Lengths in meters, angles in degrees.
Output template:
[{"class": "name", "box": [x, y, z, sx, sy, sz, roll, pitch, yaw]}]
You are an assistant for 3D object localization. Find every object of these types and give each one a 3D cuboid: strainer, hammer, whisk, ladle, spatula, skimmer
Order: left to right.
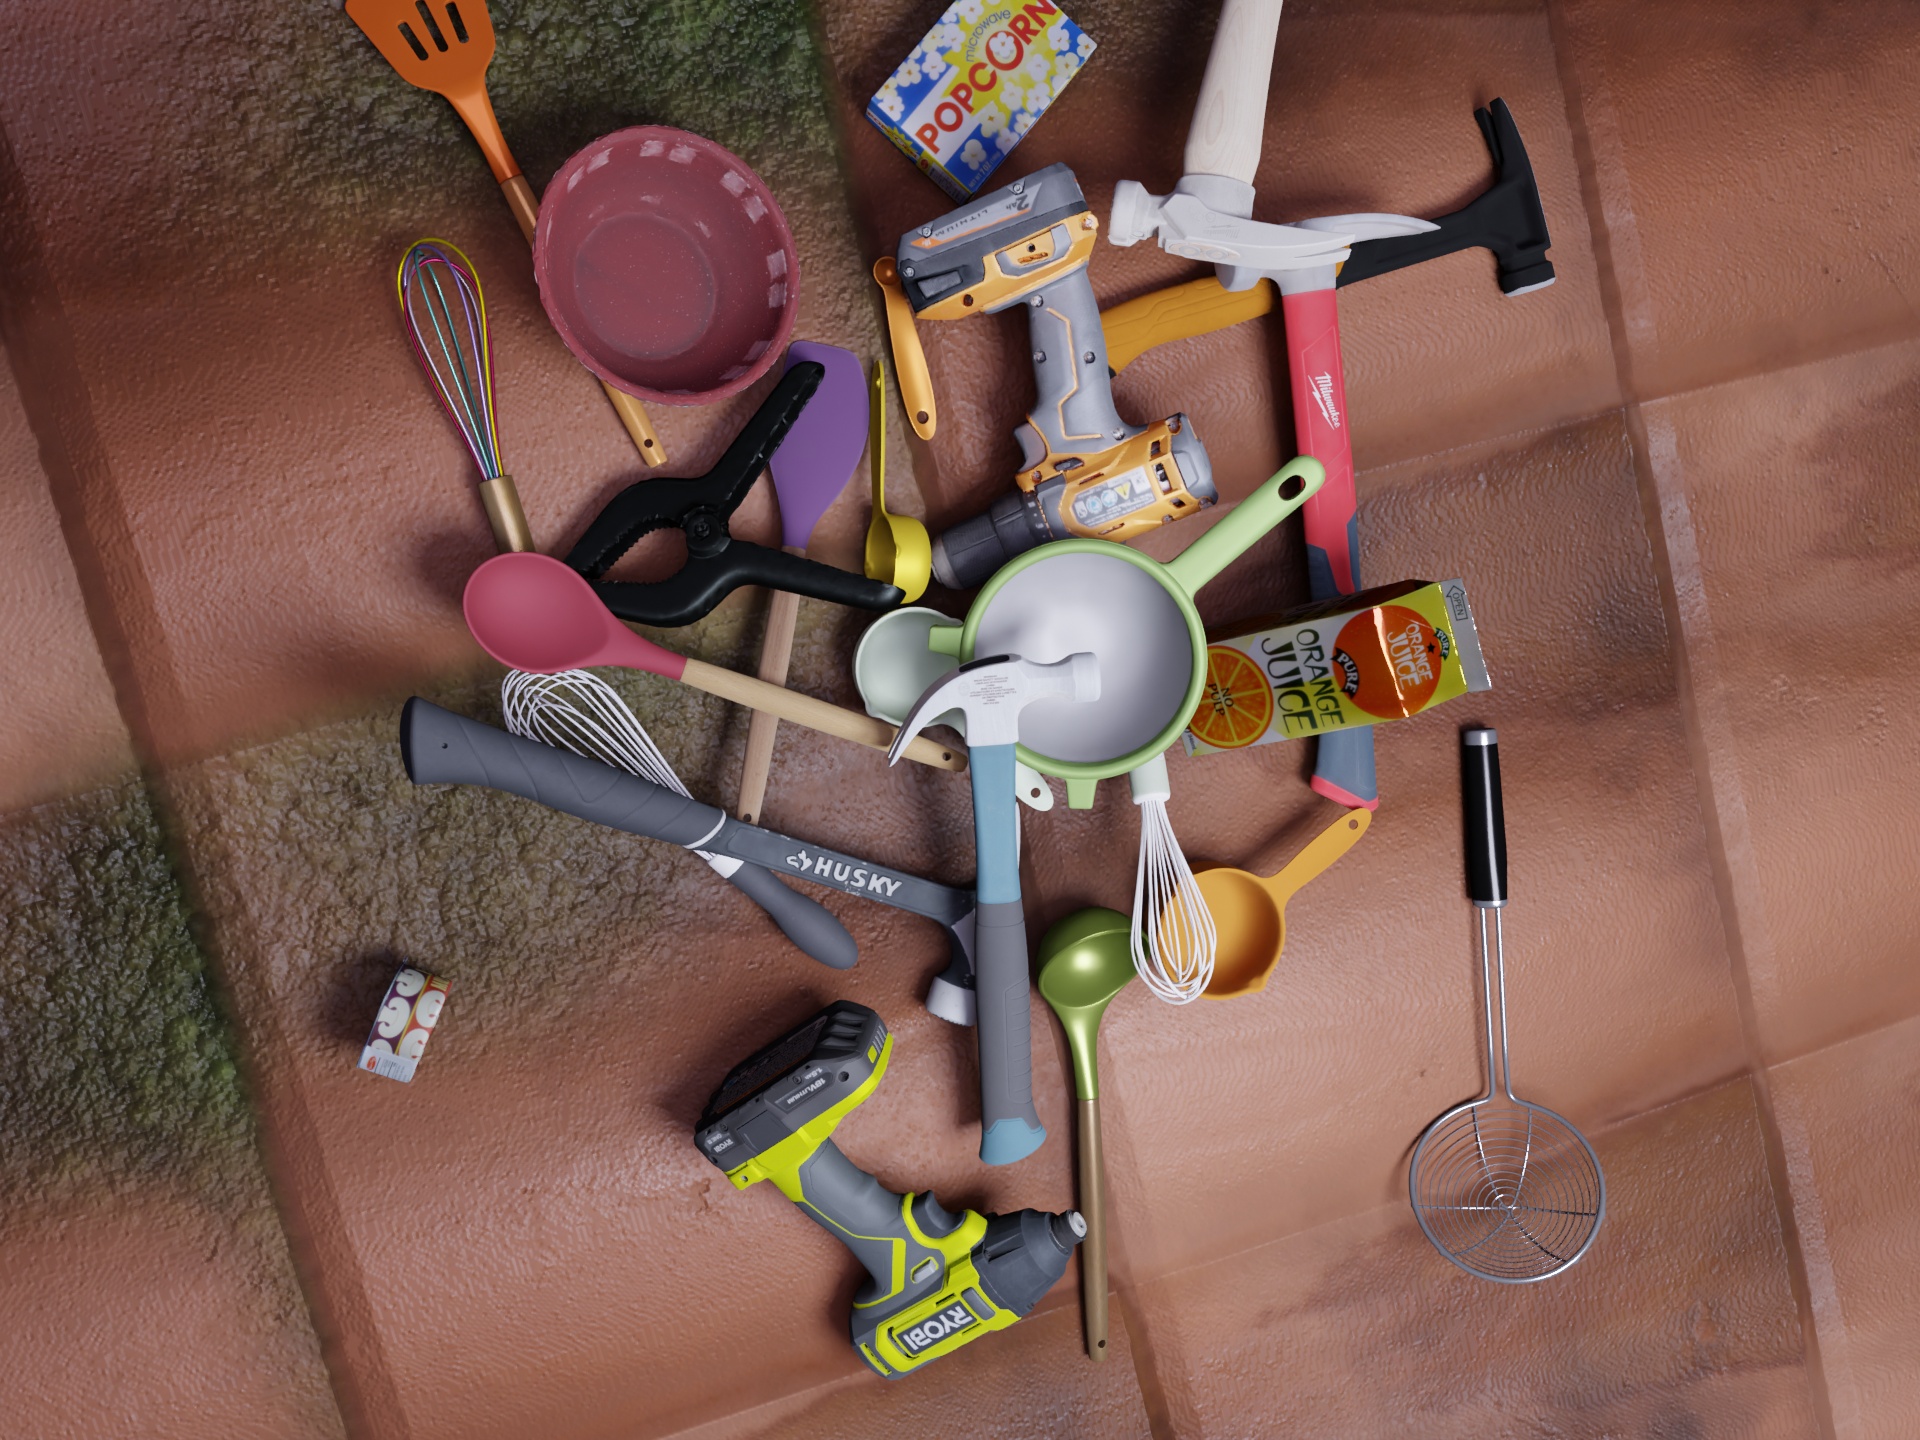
[{"class": "whisk", "box": [-0.284, -0.167, 0.953, 0.047, 0.051, 0.245, -18, 101, -15]}, {"class": "spatula", "box": [-0.258, -0.301, 0.959, 0.081, 0.041, 0.322, -28, 103, -8]}, {"class": "whisk", "box": [-0.168, 0.064, 0.987, 0.284, 0.070, 0.070, 42, 86, -16]}, {"class": "ladle", "box": [-0.141, -0.024, 0.953, 0.315, 0.031, 0.069, 20, 80, -14]}, {"class": "hammer", "box": [-0.132, 0.065, 0.944, 0.408, 0.036, 0.149, 22, 86, -31]}, {"class": "spatula", "box": [-0.106, -0.082, 0.989, 0.059, 0.018, 0.316, 11, 84, -10]}, {"class": "hammer", "box": [0.025, 0.122, 0.982, 0.128, 0.033, 0.331, -3, 105, -1]}, {"class": "ladle", "box": [0.091, 0.278, 1.053, 0.078, 0.062, 0.320, -6, 98, -21]}, {"class": "strainer", "box": [0.115, -0.077, 0.979, 0.256, 0.069, 0.151, -40, 99, 13]}, {"class": "whisk", "box": [0.123, 0.057, 1.014, 0.057, 0.059, 0.246, 9, 67, -44]}, {"class": "hammer", "box": [0.197, -0.478, 0.983, 0.146, 0.038, 0.411, 10, 82, 6]}, {"class": "hammer", "box": [0.226, -0.301, 1.044, 0.337, 0.034, 0.127, -19, 99, -9]}, {"class": "hammer", "box": [0.257, -0.130, 1.042, 0.143, 0.038, 0.386, -11, 102, -12]}, {"class": "skimmer", "box": [0.363, 0.189, 1.080, 0.127, 0.090, 0.363, -3, 93, 21]}]

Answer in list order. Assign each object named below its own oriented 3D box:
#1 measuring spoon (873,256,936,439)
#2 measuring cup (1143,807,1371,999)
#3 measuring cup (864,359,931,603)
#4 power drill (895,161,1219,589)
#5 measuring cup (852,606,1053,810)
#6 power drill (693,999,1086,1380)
[{"class": "measuring spoon", "box": [-0.035, -0.236, 1.013, 0.021, 0.011, 0.117, -17, 101, -18]}, {"class": "measuring cup", "box": [0.198, 0.111, 1.063, 0.173, 0.052, 0.095, -38, 100, -8]}, {"class": "measuring cup", "box": [-0.040, -0.150, 1.002, 0.029, 0.062, 0.156, 1, 84, -22]}, {"class": "power drill", "box": [0.035, -0.201, 0.980, 0.185, 0.084, 0.226, -22, 102, 12]}, {"class": "measuring cup", "box": [-0.002, -0.003, 1.024, 0.083, 0.038, 0.167, -45, 105, -5]}, {"class": "power drill", "box": [-0.043, 0.293, 0.996, 0.171, 0.080, 0.223, -35, 101, 19]}]
